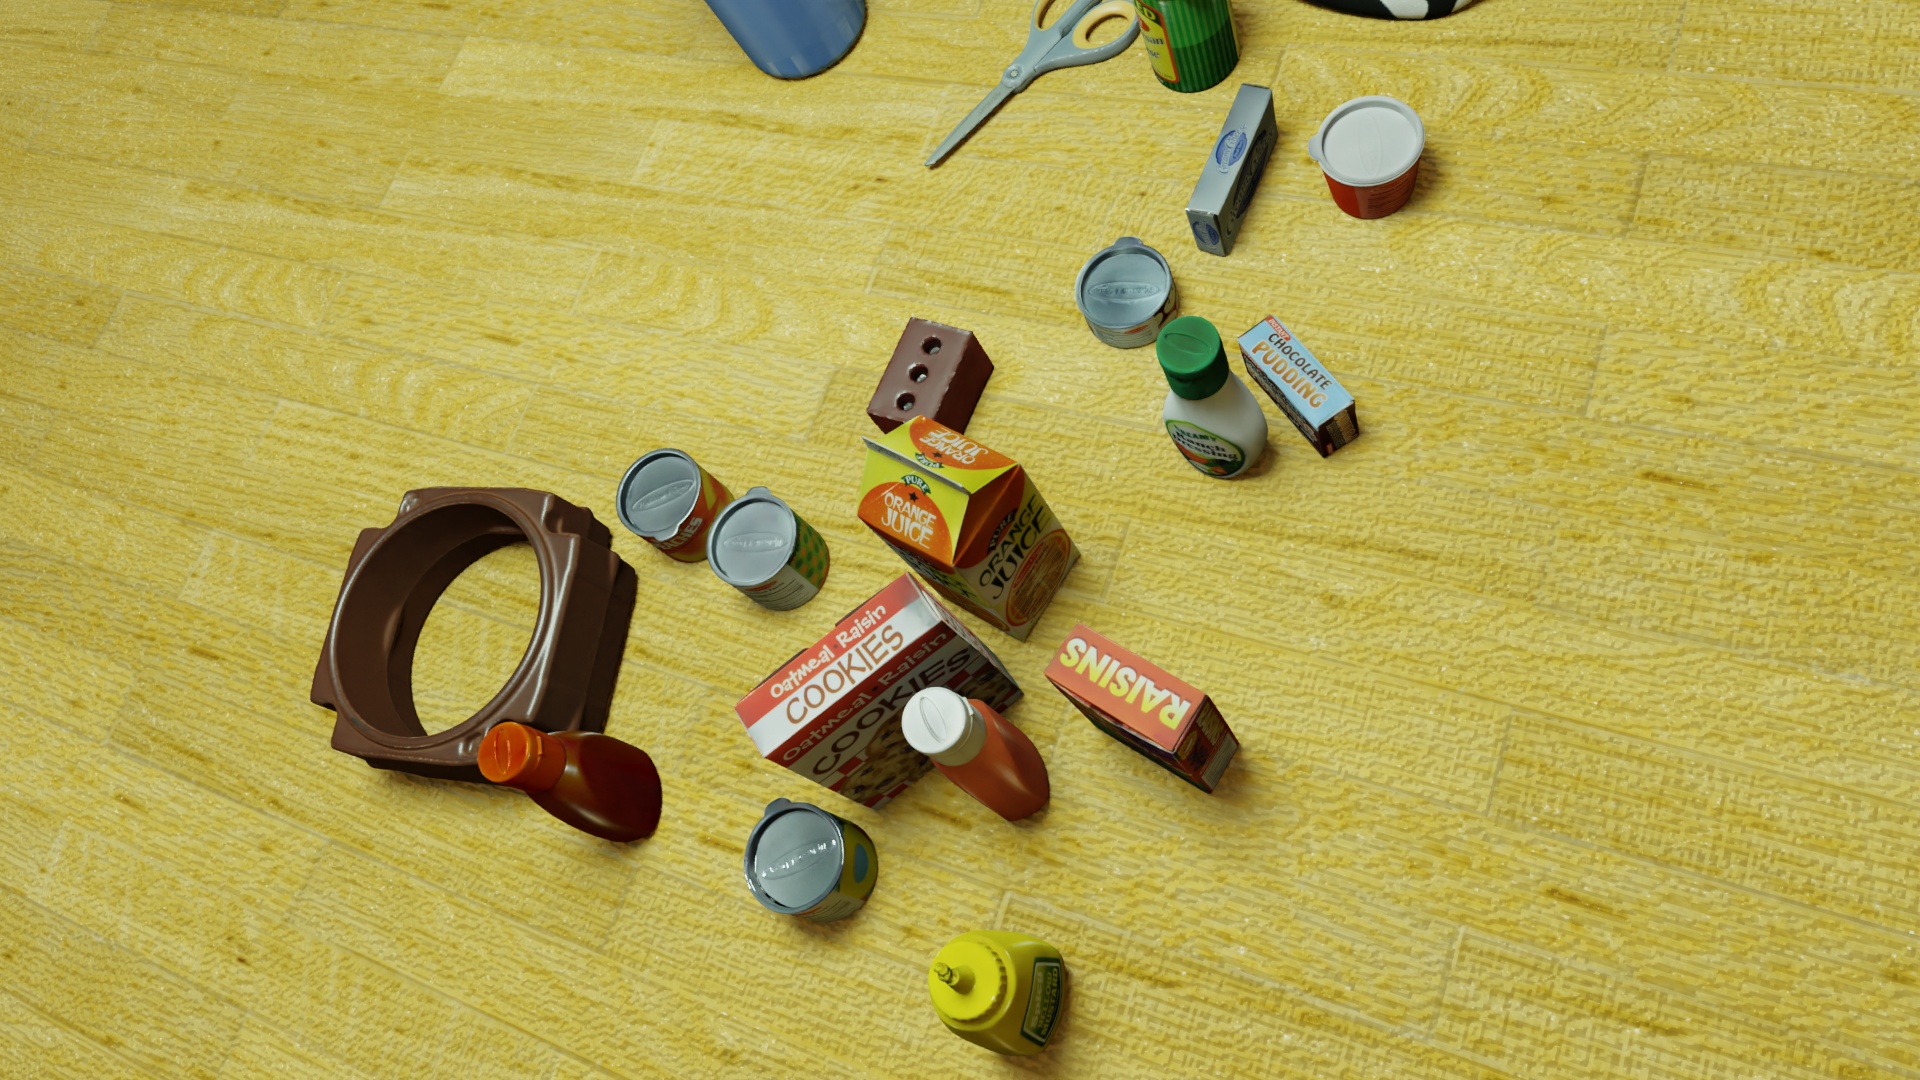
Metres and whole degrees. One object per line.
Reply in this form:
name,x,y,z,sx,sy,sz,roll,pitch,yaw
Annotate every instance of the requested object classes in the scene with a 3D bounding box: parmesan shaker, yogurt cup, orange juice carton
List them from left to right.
orange juice carton,0.003,-0.010,0.830,0.072,0.192,0.073,28,81,26
parmesan shaker,0.157,-0.369,0.972,0.071,0.103,0.071,-7,68,17
yogurt cup,0.270,-0.248,0.912,0.072,0.054,0.072,-7,67,17

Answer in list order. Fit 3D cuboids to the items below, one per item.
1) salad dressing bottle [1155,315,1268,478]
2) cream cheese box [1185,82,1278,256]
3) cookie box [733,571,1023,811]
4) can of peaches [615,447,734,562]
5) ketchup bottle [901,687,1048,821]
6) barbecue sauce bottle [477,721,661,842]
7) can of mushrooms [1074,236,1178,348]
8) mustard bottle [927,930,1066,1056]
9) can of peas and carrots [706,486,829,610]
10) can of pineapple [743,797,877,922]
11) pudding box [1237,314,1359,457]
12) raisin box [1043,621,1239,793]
salad dressing bottle,0.148,-0.085,0.835,0.064,0.147,0.044,23,79,26
cream cheese box,0.186,-0.251,0.942,0.024,0.053,0.104,19,76,25
cookie box,-0.043,0.093,0.819,0.123,0.167,0.040,-38,62,2
can of peaches,-0.199,-0.022,0.981,0.071,0.058,0.071,-7,67,17
ketchup bottle,0.009,0.119,0.801,0.043,0.148,0.065,-31,63,6
barbecue sauce bottle,-0.244,0.148,0.877,0.043,0.148,0.065,-19,65,12
can of mushrooms,0.114,-0.168,0.945,0.071,0.033,0.071,-7,67,17
mustard bottle,0.017,0.240,0.743,0.049,0.160,0.065,5,71,21
can of peas and carrots,-0.130,0.006,0.945,0.071,0.058,0.071,-7,67,17
can of pineapple,-0.091,0.197,0.856,0.071,0.057,0.071,-7,67,17
pudding box,0.213,-0.097,0.873,0.030,0.049,0.084,-36,62,3
raisin box,0.105,0.097,0.791,0.086,0.123,0.040,30,82,27
